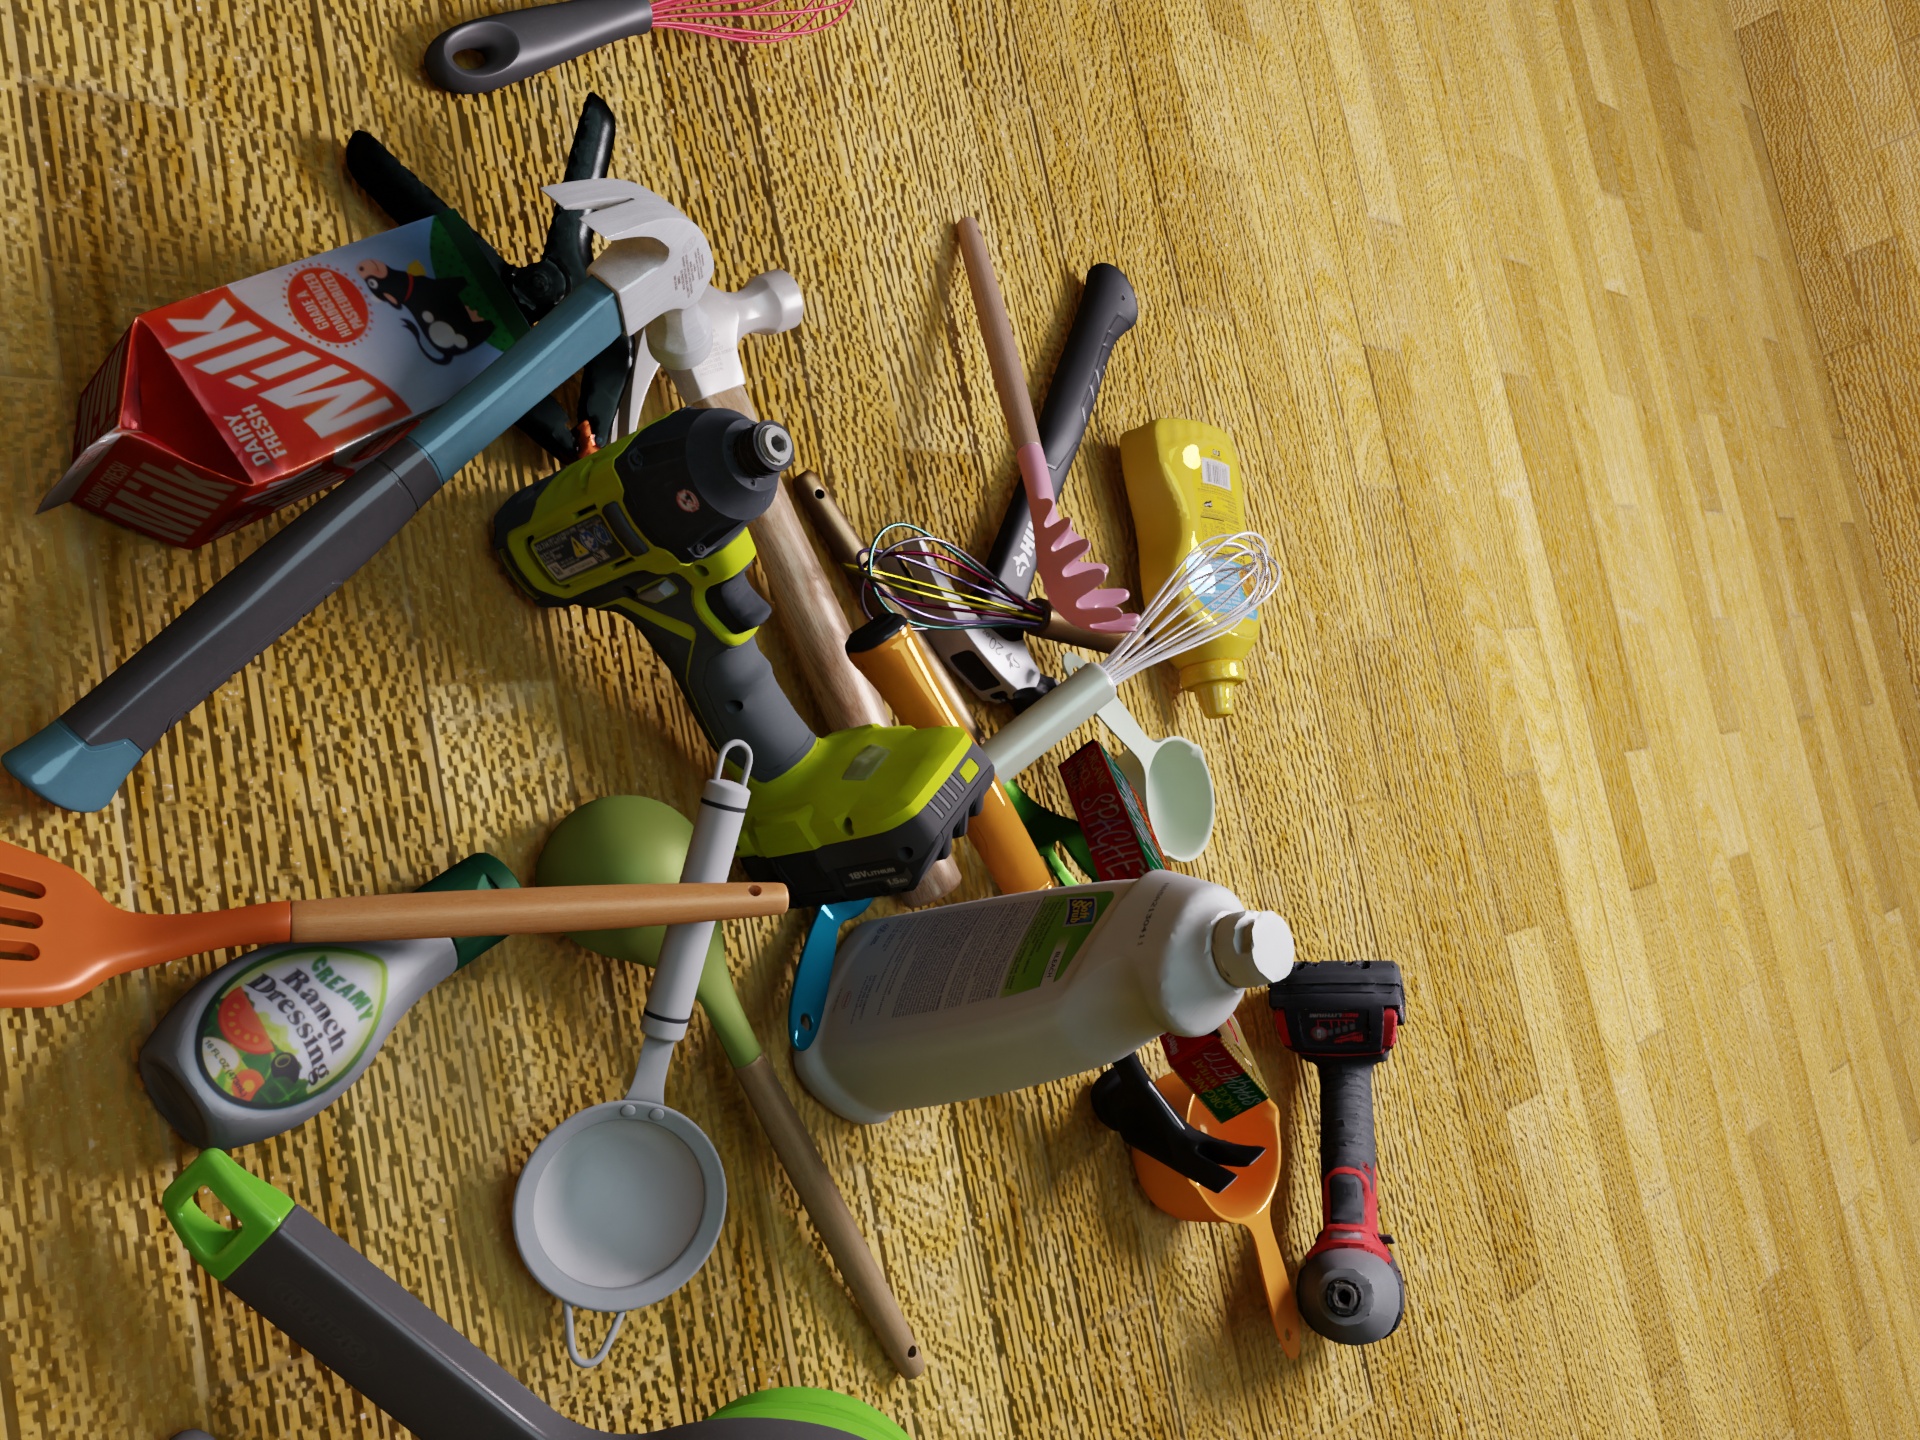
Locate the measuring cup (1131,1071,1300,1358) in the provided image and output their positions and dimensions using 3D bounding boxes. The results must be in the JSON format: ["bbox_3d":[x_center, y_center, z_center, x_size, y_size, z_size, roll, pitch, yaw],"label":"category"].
[{"bbox_3d":[0.151,0.285,0.921,0.095,0.052,0.173,-19,93,-46],"label":"measuring cup"}]

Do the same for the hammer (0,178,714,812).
[{"bbox_3d":[-0.216,-0.089,0.609,0.033,0.128,0.331,38,69,11],"label":"hammer"}]

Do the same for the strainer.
[{"bbox_3d":[-0.124,0.133,0.658,0.086,0.050,0.258,15,91,-19],"label":"strainer"}]

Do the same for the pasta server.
[{"bbox_3d":[0.040,-0.178,0.909,0.060,0.040,0.317,41,31,-55],"label":"pasta server"}]

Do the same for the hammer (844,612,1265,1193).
[{"bbox_3d":[0.040,0.093,0.805,0.034,0.127,0.336,-36,108,-19],"label":"hammer"}]

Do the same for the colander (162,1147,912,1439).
[{"bbox_3d":[-0.125,0.281,0.613,0.397,0.204,0.094,44,16,-10],"label":"colander"}]

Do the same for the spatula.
[{"bbox_3d":[-0.217,0.067,0.577,0.322,0.041,0.081,0,48,-23],"label":"spatula"}]

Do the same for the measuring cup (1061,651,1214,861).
[{"bbox_3d":[0.094,0.020,0.945,0.167,0.038,0.083,49,50,-30],"label":"measuring cup"}]

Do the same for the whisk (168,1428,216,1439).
[{"bbox_3d":[-0.229,0.355,0.530,0.055,0.055,0.239,-12,83,-46],"label":"whisk"}]

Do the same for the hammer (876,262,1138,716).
[{"bbox_3d":[0.051,-0.163,0.974,0.146,0.035,0.335,40,52,-30],"label":"hammer"}]

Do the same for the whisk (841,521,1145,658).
[{"bbox_3d":[0.025,-0.062,0.862,0.244,0.047,0.051,10,73,-50],"label":"whisk"}]

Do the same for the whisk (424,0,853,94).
[{"bbox_3d":[-0.153,-0.373,0.827,0.296,0.073,0.073,-38,104,-38],"label":"whisk"}]

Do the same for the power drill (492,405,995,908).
[{"bbox_3d":[-0.088,-0.028,0.701,0.223,0.171,0.080,56,47,-20],"label":"power drill"}]

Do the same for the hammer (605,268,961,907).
[{"bbox_3d":[-0.079,-0.057,0.807,0.130,0.031,0.331,-29,101,-36],"label":"hammer"}]

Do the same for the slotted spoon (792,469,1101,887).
[{"bbox_3d":[-0.001,-0.003,0.878,0.070,0.031,0.313,-39,104,-26],"label":"slotted spoon"}]

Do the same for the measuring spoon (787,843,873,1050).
[{"bbox_3d":[-0.060,0.104,0.764,0.042,0.021,0.129,47,31,-27],"label":"measuring spoon"}]

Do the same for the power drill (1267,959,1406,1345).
[{"bbox_3d":[0.232,0.260,0.960,0.143,0.078,0.220,44,45,-66],"label":"power drill"}]

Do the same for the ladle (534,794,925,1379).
[{"bbox_3d":[-0.094,0.176,0.729,0.078,0.062,0.320,-41,113,-44],"label":"ladle"}]

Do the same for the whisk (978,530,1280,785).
[{"bbox_3d":[0.083,-0.026,0.879,0.246,0.058,0.059,-37,139,-16],"label":"whisk"}]
